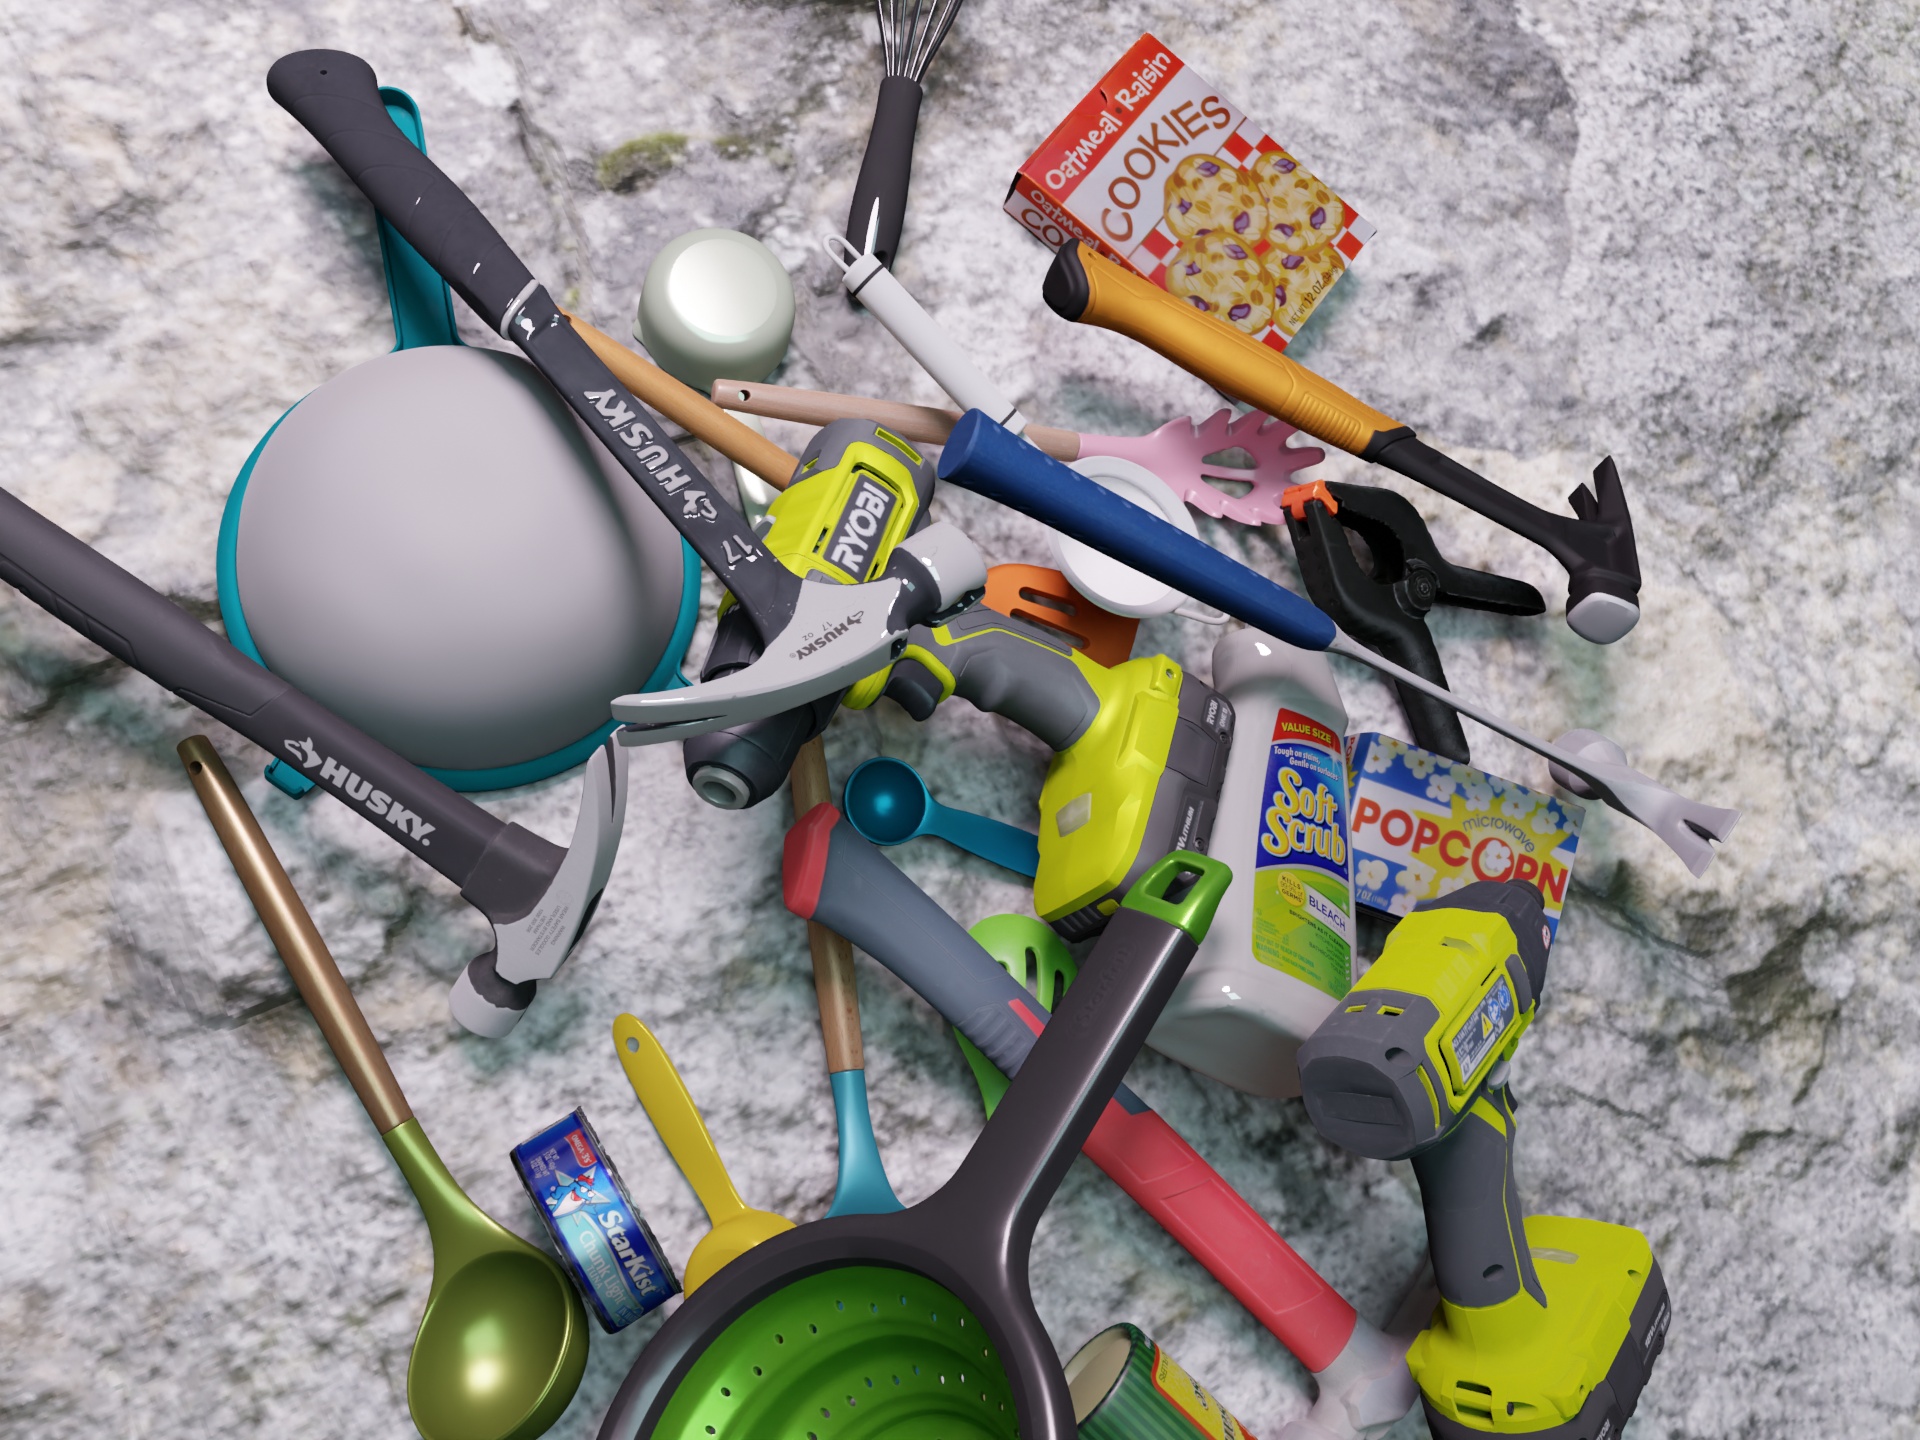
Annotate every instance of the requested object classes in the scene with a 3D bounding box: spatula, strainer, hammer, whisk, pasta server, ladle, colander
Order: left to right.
[{"bbox_3d":[-0.285,-0.015,0.633,0.334,0.035,0.146,35,114,-4],"label":"hammer"},{"bbox_3d":[-0.246,0.143,0.644,0.078,0.062,0.320,-32,83,4],"label":"ladle"},{"bbox_3d":[-0.227,-0.142,0.698,0.211,0.095,0.340,-10,81,-18],"label":"strainer"},{"bbox_3d":[-0.173,-0.153,0.652,0.149,0.036,0.409,-34,67,-23],"label":"hammer"},{"bbox_3d":[-0.058,0.134,0.717,0.082,0.044,0.318,-4,73,-15],"label":"spatula"},{"bbox_3d":[-0.055,-0.104,0.746,0.322,0.041,0.081,32,68,-22],"label":"spatula"},{"bbox_3d":[-0.032,-0.329,0.827,0.055,0.055,0.239,12,78,-13],"label":"whisk"},{"bbox_3d":[0.009,0.231,0.604,0.397,0.205,0.094,-56,133,-18],"label":"colander"},{"bbox_3d":[0.027,-0.132,0.755,0.258,0.050,0.087,46,57,-10],"label":"strainer"},{"bbox_3d":[0.035,-0.140,0.789,0.316,0.040,0.060,5,91,-20],"label":"pasta server"},{"bbox_3d":[0.076,0.168,0.711,0.386,0.038,0.143,45,66,-9],"label":"hammer"},{"bbox_3d":[0.176,-0.034,0.723,0.405,0.144,0.035,25,101,-17],"label":"hammer"},{"bbox_3d":[0.196,-0.156,0.805,0.336,0.034,0.127,25,45,-9],"label":"hammer"}]

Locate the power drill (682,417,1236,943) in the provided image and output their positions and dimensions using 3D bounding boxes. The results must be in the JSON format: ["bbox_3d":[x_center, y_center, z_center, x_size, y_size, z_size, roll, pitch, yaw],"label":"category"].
[{"bbox_3d":[-0.001,-0.002,0.681,0.228,0.080,0.191,33,51,-17],"label":"power drill"}]

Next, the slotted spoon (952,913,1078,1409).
[{"bbox_3d":[0.020,0.242,0.710,0.070,0.031,0.314,9,76,-20],"label":"slotted spoon"}]

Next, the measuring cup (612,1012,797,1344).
[{"bbox_3d":[-0.114,0.195,0.672,0.062,0.029,0.156,-35,79,16],"label":"measuring cup"}]

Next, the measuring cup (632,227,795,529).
[{"bbox_3d":[-0.105,-0.160,0.766,0.083,0.038,0.168,-12,78,-18],"label":"measuring cup"}]

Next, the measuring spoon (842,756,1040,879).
[{"bbox_3d":[0.000,0.055,0.759,0.128,0.021,0.042,22,69,-19],"label":"measuring spoon"}]

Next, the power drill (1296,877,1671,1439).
[{"bbox_3d":[0.233,0.190,0.688,0.171,0.080,0.223,-33,109,-42],"label":"power drill"}]
